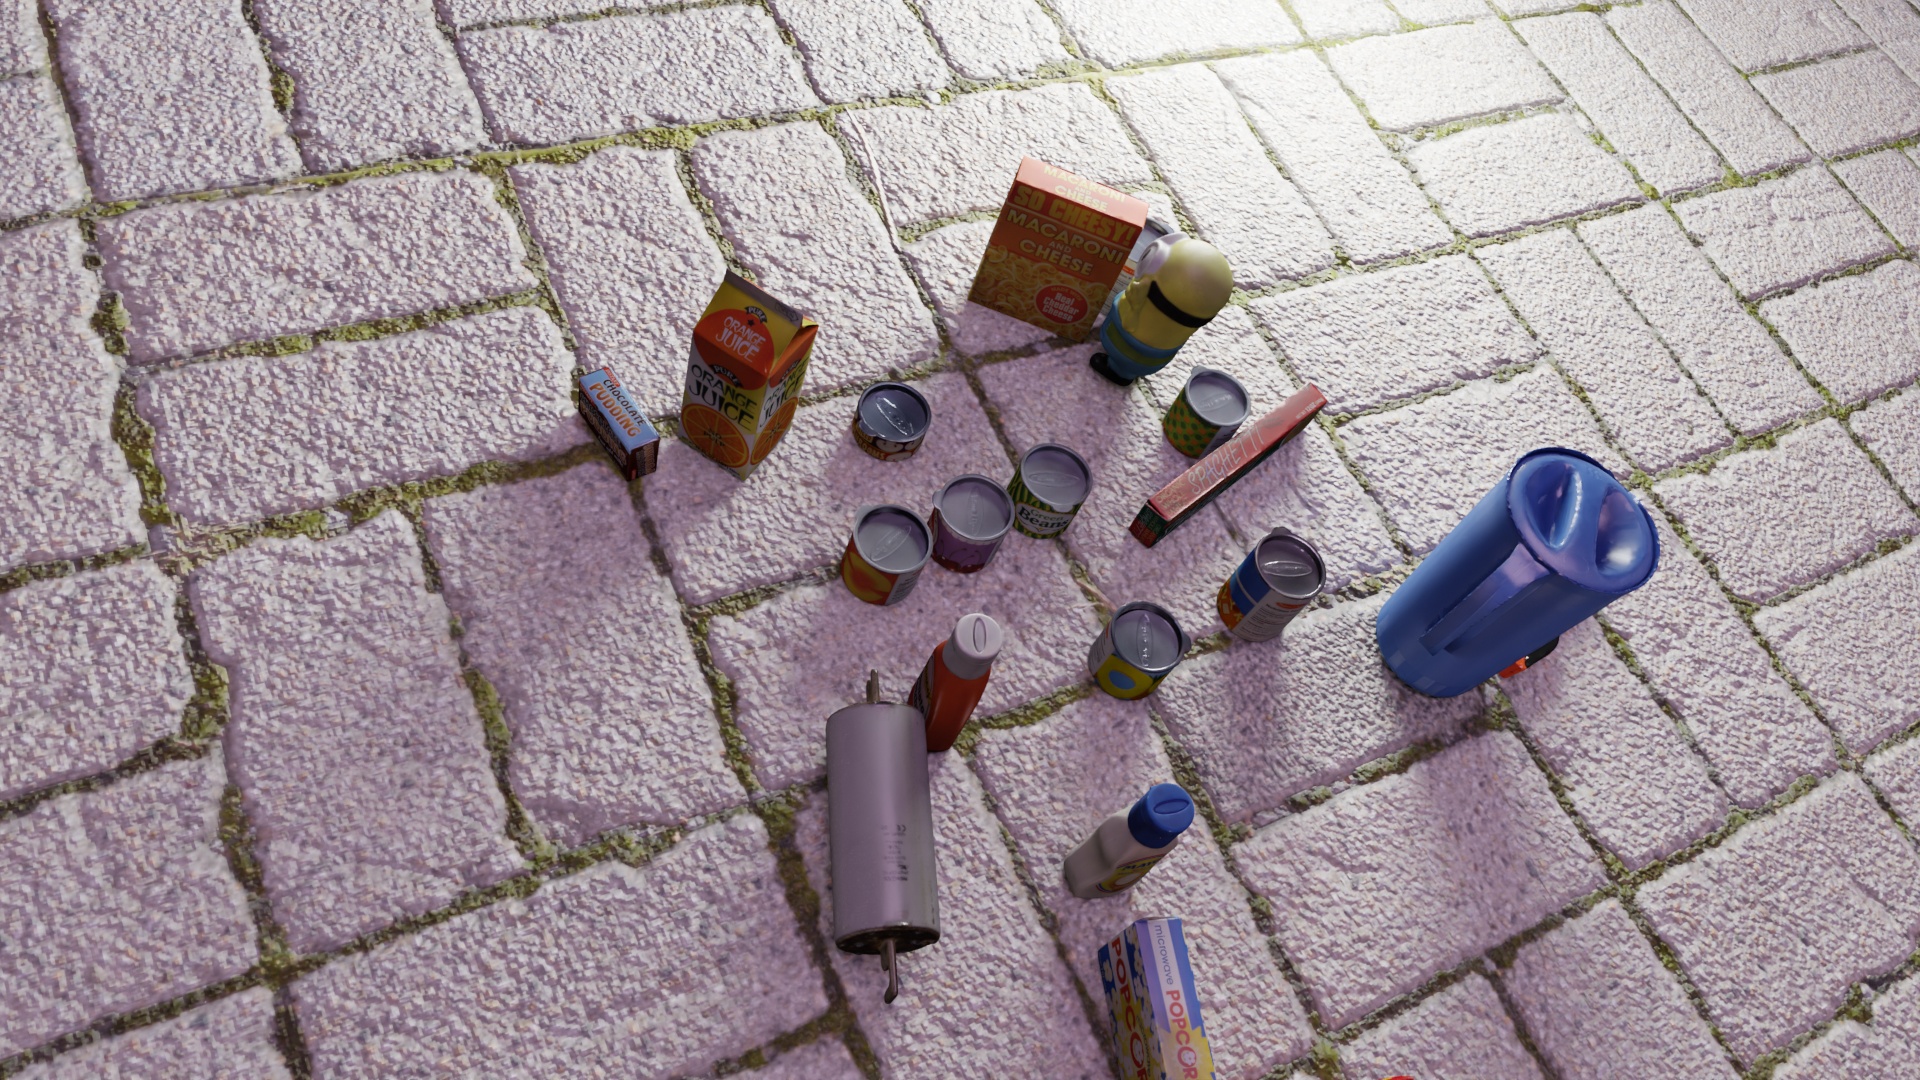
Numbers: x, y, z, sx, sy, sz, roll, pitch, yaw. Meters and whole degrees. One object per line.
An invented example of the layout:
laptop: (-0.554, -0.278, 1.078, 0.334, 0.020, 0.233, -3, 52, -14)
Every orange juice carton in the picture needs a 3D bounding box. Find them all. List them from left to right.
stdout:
orange juice carton: (-0.171, -0.139, 1.119, 0.072, 0.191, 0.073, 33, 56, 4)

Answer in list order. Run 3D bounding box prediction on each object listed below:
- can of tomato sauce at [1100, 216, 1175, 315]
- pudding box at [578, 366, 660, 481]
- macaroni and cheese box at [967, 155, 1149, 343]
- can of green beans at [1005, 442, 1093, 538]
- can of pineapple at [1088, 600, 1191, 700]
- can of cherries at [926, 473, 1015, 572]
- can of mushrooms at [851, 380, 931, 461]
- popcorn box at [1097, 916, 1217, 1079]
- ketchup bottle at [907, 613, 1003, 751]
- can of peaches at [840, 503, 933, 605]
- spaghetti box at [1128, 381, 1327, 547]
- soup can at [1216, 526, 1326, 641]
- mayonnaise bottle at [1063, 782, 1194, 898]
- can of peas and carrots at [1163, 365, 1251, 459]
can of tomato sauce: (0.168, -0.270, 1.371, 0.071, 0.082, 0.071, 8, 58, -13)
pudding box: (-0.282, -0.096, 1.145, 0.030, 0.049, 0.084, -28, 71, -29)
macaroni and cheese box: (0.088, -0.269, 1.295, 0.124, 0.165, 0.040, 20, 56, -5)
can of green beans: (0.076, -0.043, 1.217, 0.071, 0.057, 0.071, 8, 58, -13)
can of pineapple: (0.148, 0.093, 1.155, 0.071, 0.057, 0.071, 8, 58, -13)
can of cherries: (0.004, -0.015, 1.177, 0.071, 0.058, 0.072, 8, 58, -13)
can of mushrooms: (-0.063, -0.104, 1.227, 0.071, 0.033, 0.071, 8, 57, -12)
popcorn box: (0.138, 0.340, 0.983, 0.038, 0.084, 0.127, 0, 60, -17)
ketchup bottle: (-0.004, 0.104, 1.047, 0.043, 0.148, 0.065, 7, 58, -13)
can of peaches: (-0.063, 0.011, 1.141, 0.071, 0.057, 0.071, 8, 58, -13)
spaghetti box: (0.252, -0.073, 1.295, 0.251, 0.050, 0.029, -34, 74, -31)
soup can: (0.269, 0.039, 1.211, 0.071, 0.083, 0.071, 8, 58, -13)
mayonnaise bottle: (0.126, 0.220, 1.016, 0.065, 0.147, 0.041, -8, 62, -21)
can of peas and carrots: (0.231, -0.121, 1.313, 0.071, 0.058, 0.071, 8, 58, -13)
